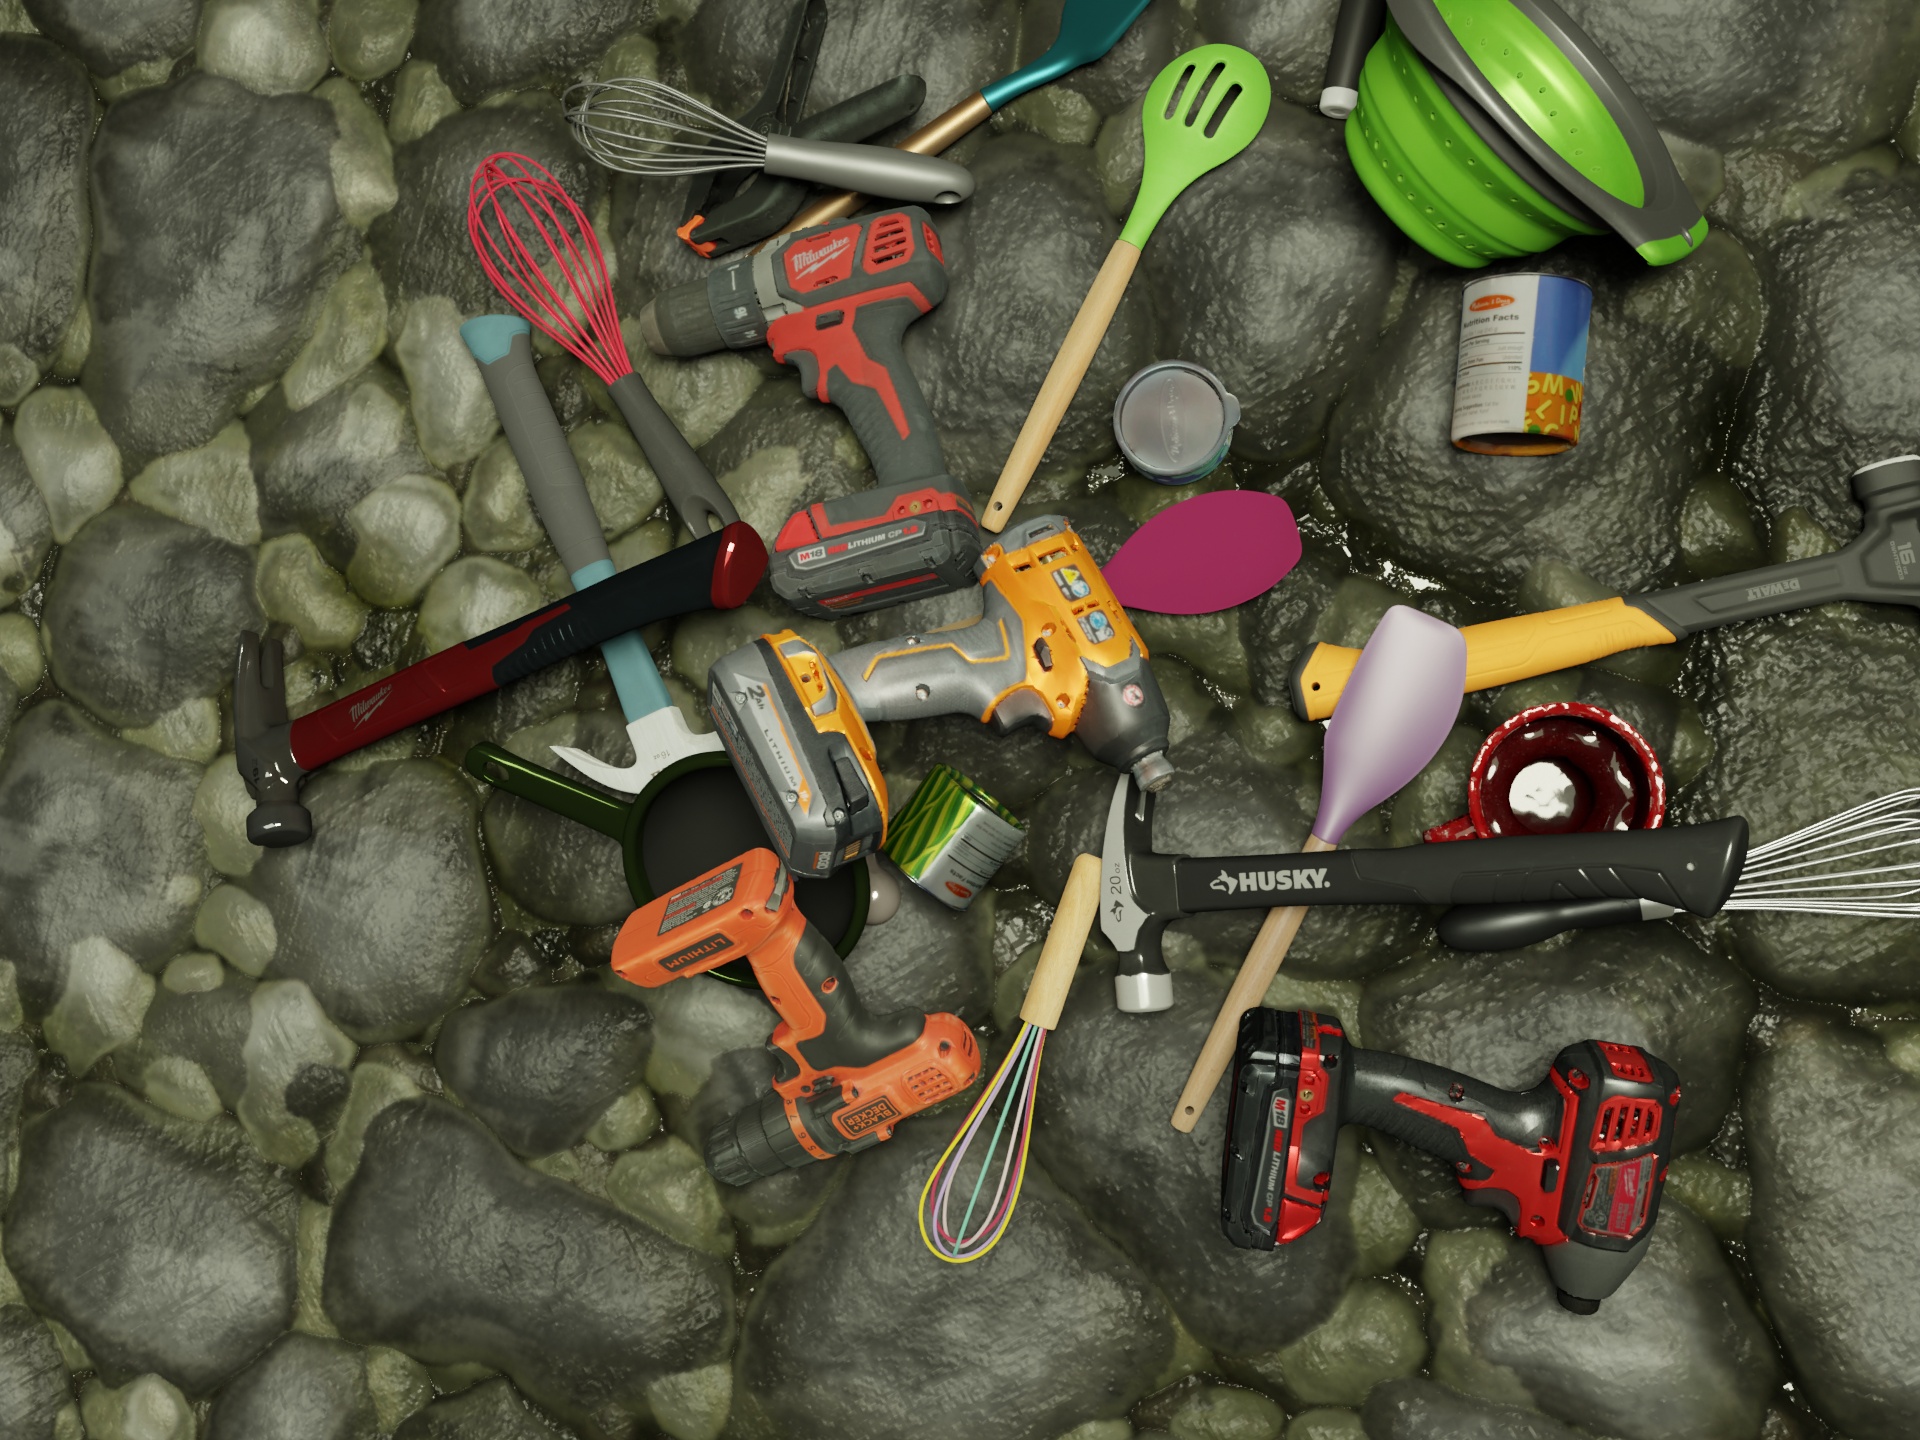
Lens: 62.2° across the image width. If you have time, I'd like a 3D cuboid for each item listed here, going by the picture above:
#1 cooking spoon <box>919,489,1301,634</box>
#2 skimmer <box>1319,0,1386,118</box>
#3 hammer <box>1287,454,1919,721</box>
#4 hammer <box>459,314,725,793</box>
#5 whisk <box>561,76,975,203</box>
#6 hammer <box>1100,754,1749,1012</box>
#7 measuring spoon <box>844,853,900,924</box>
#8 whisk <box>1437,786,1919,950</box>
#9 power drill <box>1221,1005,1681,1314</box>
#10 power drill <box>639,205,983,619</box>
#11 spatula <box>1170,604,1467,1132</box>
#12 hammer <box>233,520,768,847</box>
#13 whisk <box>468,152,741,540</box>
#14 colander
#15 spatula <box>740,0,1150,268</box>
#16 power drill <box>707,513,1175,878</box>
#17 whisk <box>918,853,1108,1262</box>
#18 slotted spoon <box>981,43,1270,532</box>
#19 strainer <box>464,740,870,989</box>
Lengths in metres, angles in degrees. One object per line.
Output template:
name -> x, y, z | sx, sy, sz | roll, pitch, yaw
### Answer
cooking spoon -> 0.041, -0.063, 0.928 | 0.319, 0.017, 0.069 | -17, 77, 11
skimmer -> 0.264, -0.517, 0.864 | 0.127, 0.090, 0.363 | 13, 93, -18
hammer -> 0.346, -0.041, 0.849 | 0.337, 0.034, 0.127 | -12, 83, 12
hammer -> -0.233, -0.107, 0.987 | 0.128, 0.033, 0.331 | -25, 82, 9
whisk -> -0.109, -0.327, 0.910 | 0.239, 0.055, 0.055 | 8, 89, -6
hammer -> 0.217, 0.073, 0.805 | 0.335, 0.035, 0.146 | -8, 84, 38
measuring spoon -> -0.064, 0.061, 0.946 | 0.034, 0.018, 0.124 | -14, 83, 12
whisk -> 0.392, 0.085, 0.821 | 0.284, 0.070, 0.070 | -12, 84, 17
power drill -> 0.251, 0.230, 0.831 | 0.219, 0.078, 0.143 | 6, 104, 9
power drill -> -0.087, -0.178, 0.937 | 0.188, 0.080, 0.227 | -12, 81, 12
spatula -> 0.189, 0.088, 0.868 | 0.060, 0.018, 0.316 | 26, 100, 8
hammer -> -0.286, -0.048, 0.949 | 0.386, 0.038, 0.143 | -21, 69, 21
whisk -> -0.218, -0.224, 0.979 | 0.073, 0.073, 0.296 | -33, 86, 9
colander -> 0.221, -0.371, 0.834 | 0.397, 0.204, 0.094 | 54, 133, 5
spatula -> -0.012, -0.361, 0.944 | 0.317, 0.044, 0.082 | -32, 56, 11
power drill -> -0.001, -0.003, 0.843 | 0.226, 0.084, 0.164 | -23, 72, -19
whisk -> 0.033, 0.192, 0.905 | 0.047, 0.051, 0.245 | 19, 88, 19
slotted spoon -> 0.088, -0.251, 0.924 | 0.070, 0.031, 0.314 | 28, 95, 14
strainer -> -0.163, 0.058, 0.934 | 0.256, 0.069, 0.151 | 21, 116, 9
